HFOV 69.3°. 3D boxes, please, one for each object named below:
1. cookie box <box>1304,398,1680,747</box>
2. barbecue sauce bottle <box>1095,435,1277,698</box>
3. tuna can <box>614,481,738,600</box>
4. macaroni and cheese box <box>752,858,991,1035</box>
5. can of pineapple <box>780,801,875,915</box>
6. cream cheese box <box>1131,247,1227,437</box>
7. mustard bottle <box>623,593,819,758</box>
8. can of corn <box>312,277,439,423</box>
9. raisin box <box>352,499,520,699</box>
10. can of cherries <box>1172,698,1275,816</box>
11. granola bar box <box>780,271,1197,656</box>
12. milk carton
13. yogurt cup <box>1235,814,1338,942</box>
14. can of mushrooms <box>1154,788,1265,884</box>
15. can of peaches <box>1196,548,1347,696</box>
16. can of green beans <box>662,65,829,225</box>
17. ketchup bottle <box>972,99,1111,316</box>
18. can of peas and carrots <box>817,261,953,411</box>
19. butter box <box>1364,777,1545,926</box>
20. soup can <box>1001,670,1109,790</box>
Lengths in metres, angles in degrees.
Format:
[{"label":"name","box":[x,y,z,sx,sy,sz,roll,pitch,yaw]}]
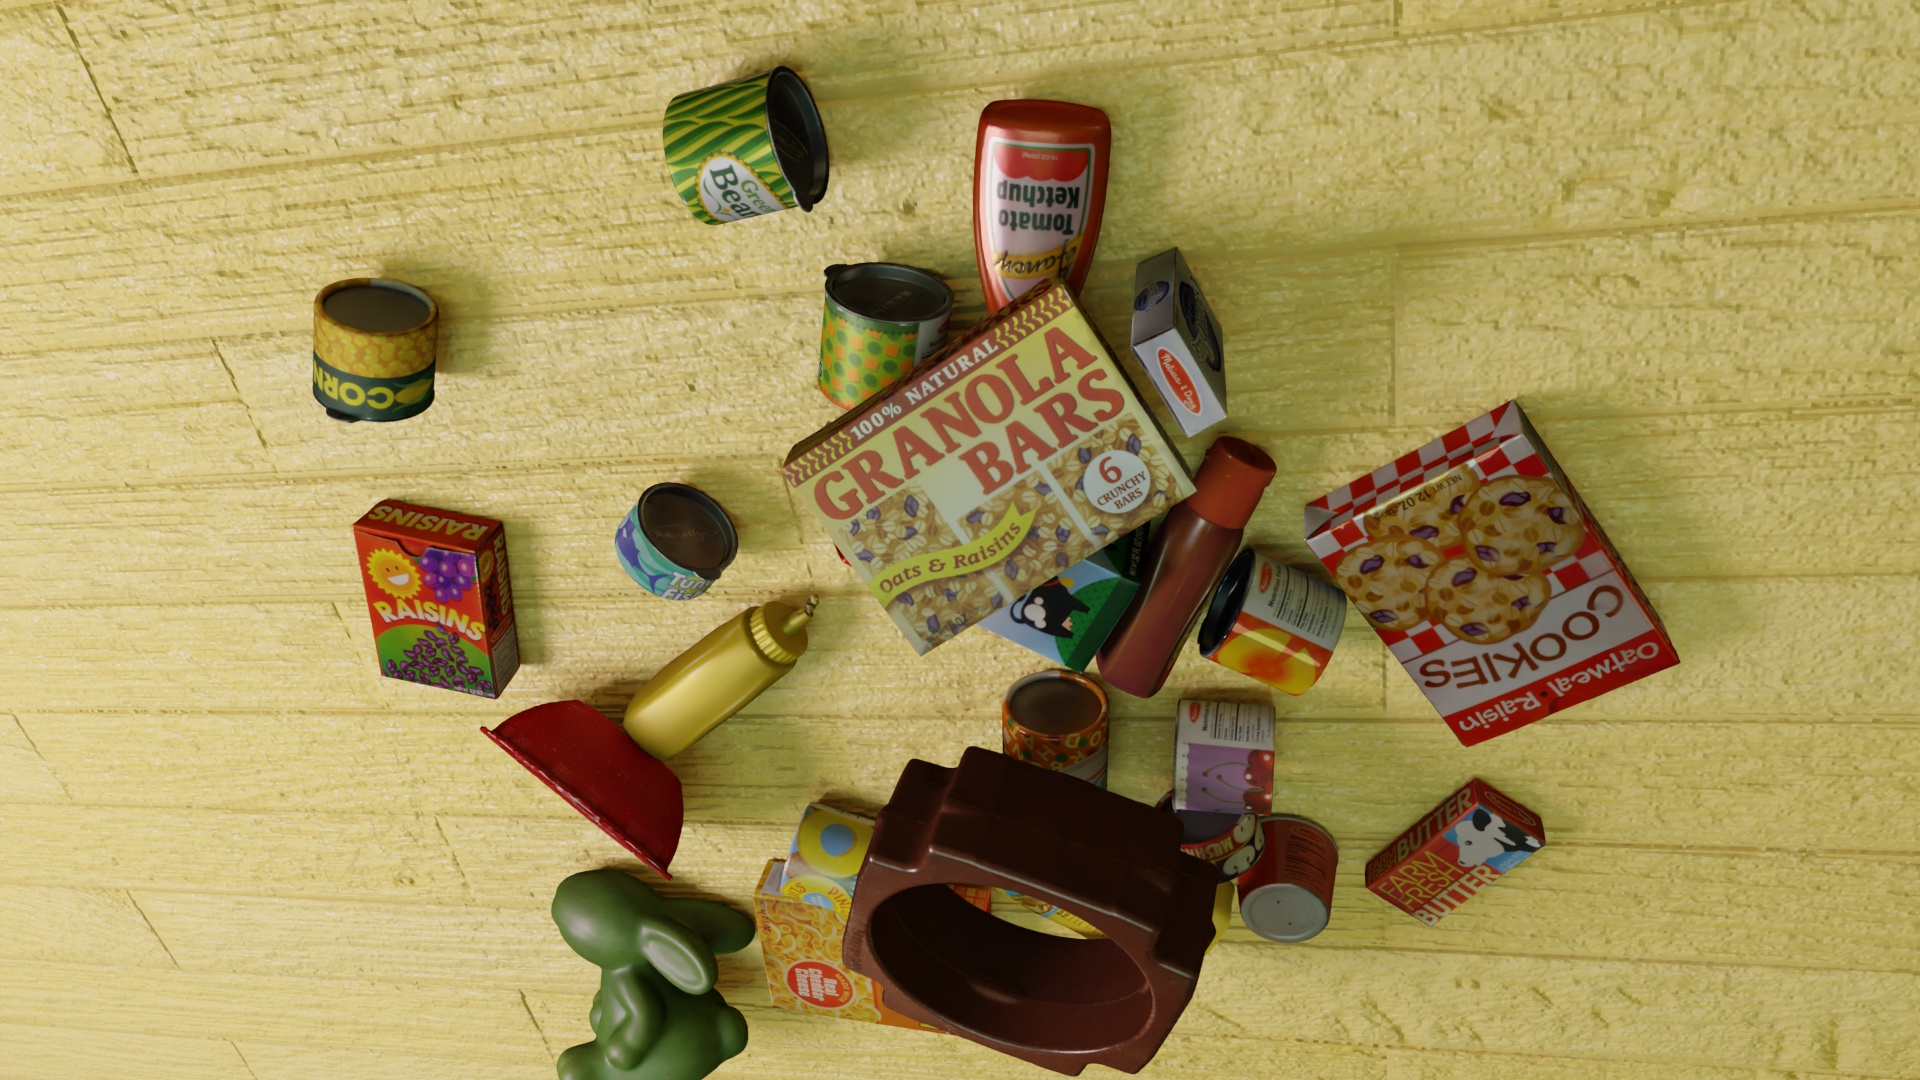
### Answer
[{"label":"cookie box","box":[0.283,0.024,0.743,0.122,0.040,0.167,-31,111,29]},{"label":"barbecue sauce bottle","box":[0.123,0.013,0.765,0.044,0.065,0.147,25,117,2]},{"label":"tuna can","box":[-0.167,0.003,0.823,0.071,0.071,0.032,37,125,-11]},{"label":"macaroni and cheese box","box":[-0.059,0.297,1.010,0.166,0.040,0.123,5,124,12]},{"label":"can of pineapple","box":[-0.086,0.219,0.946,0.058,0.071,0.070,17,125,4]},{"label":"cream cheese box","box":[0.105,-0.097,0.668,0.024,0.104,0.053,-25,115,22]},{"label":"mustard bottle","box":[-0.143,0.079,0.873,0.159,0.065,0.048,-35,105,26]},{"label":"can of corn","box":[-0.334,-0.108,0.790,0.071,0.071,0.058,19,125,1]},{"label":"raisin box","box":[-0.341,0.039,0.910,0.086,0.040,0.122,11,124,8]},{"label":"can of cherries","box":[0.158,0.131,0.830,0.058,0.072,0.071,2,123,11]},{"label":"granola bar box","box":[0.014,-0.036,0.692,0.165,0.039,0.124,-32,105,14]},{"label":"milk carton","box":[0.003,-0.010,0.771,0.190,0.073,0.073,26,125,-3]},{"label":"yogurt cup","box":[0.206,0.217,0.882,0.072,0.054,0.072,6,124,9]},{"label":"can of mushrooms","box":[0.152,0.181,0.861,0.071,0.071,0.033,-12,118,21]},{"label":"can of peaches","box":[0.172,0.047,0.771,0.058,0.071,0.071,23,125,-3]},{"label":"can of green beans","box":[-0.104,-0.192,0.680,0.058,0.071,0.071,-8,121,19]},{"label":"ketchup bottle","box":[0.037,-0.141,0.693,0.065,0.044,0.148,6,125,3]},{"label":"can of peas and carrots","box":[-0.042,-0.105,0.723,0.071,0.071,0.058,13,126,5]},{"label":"butter box","box":[0.304,0.195,0.861,0.053,0.024,0.103,32,125,-9]},{"label":"soup can","box":[0.060,0.133,0.853,0.071,0.072,0.083,5,124,11]}]
